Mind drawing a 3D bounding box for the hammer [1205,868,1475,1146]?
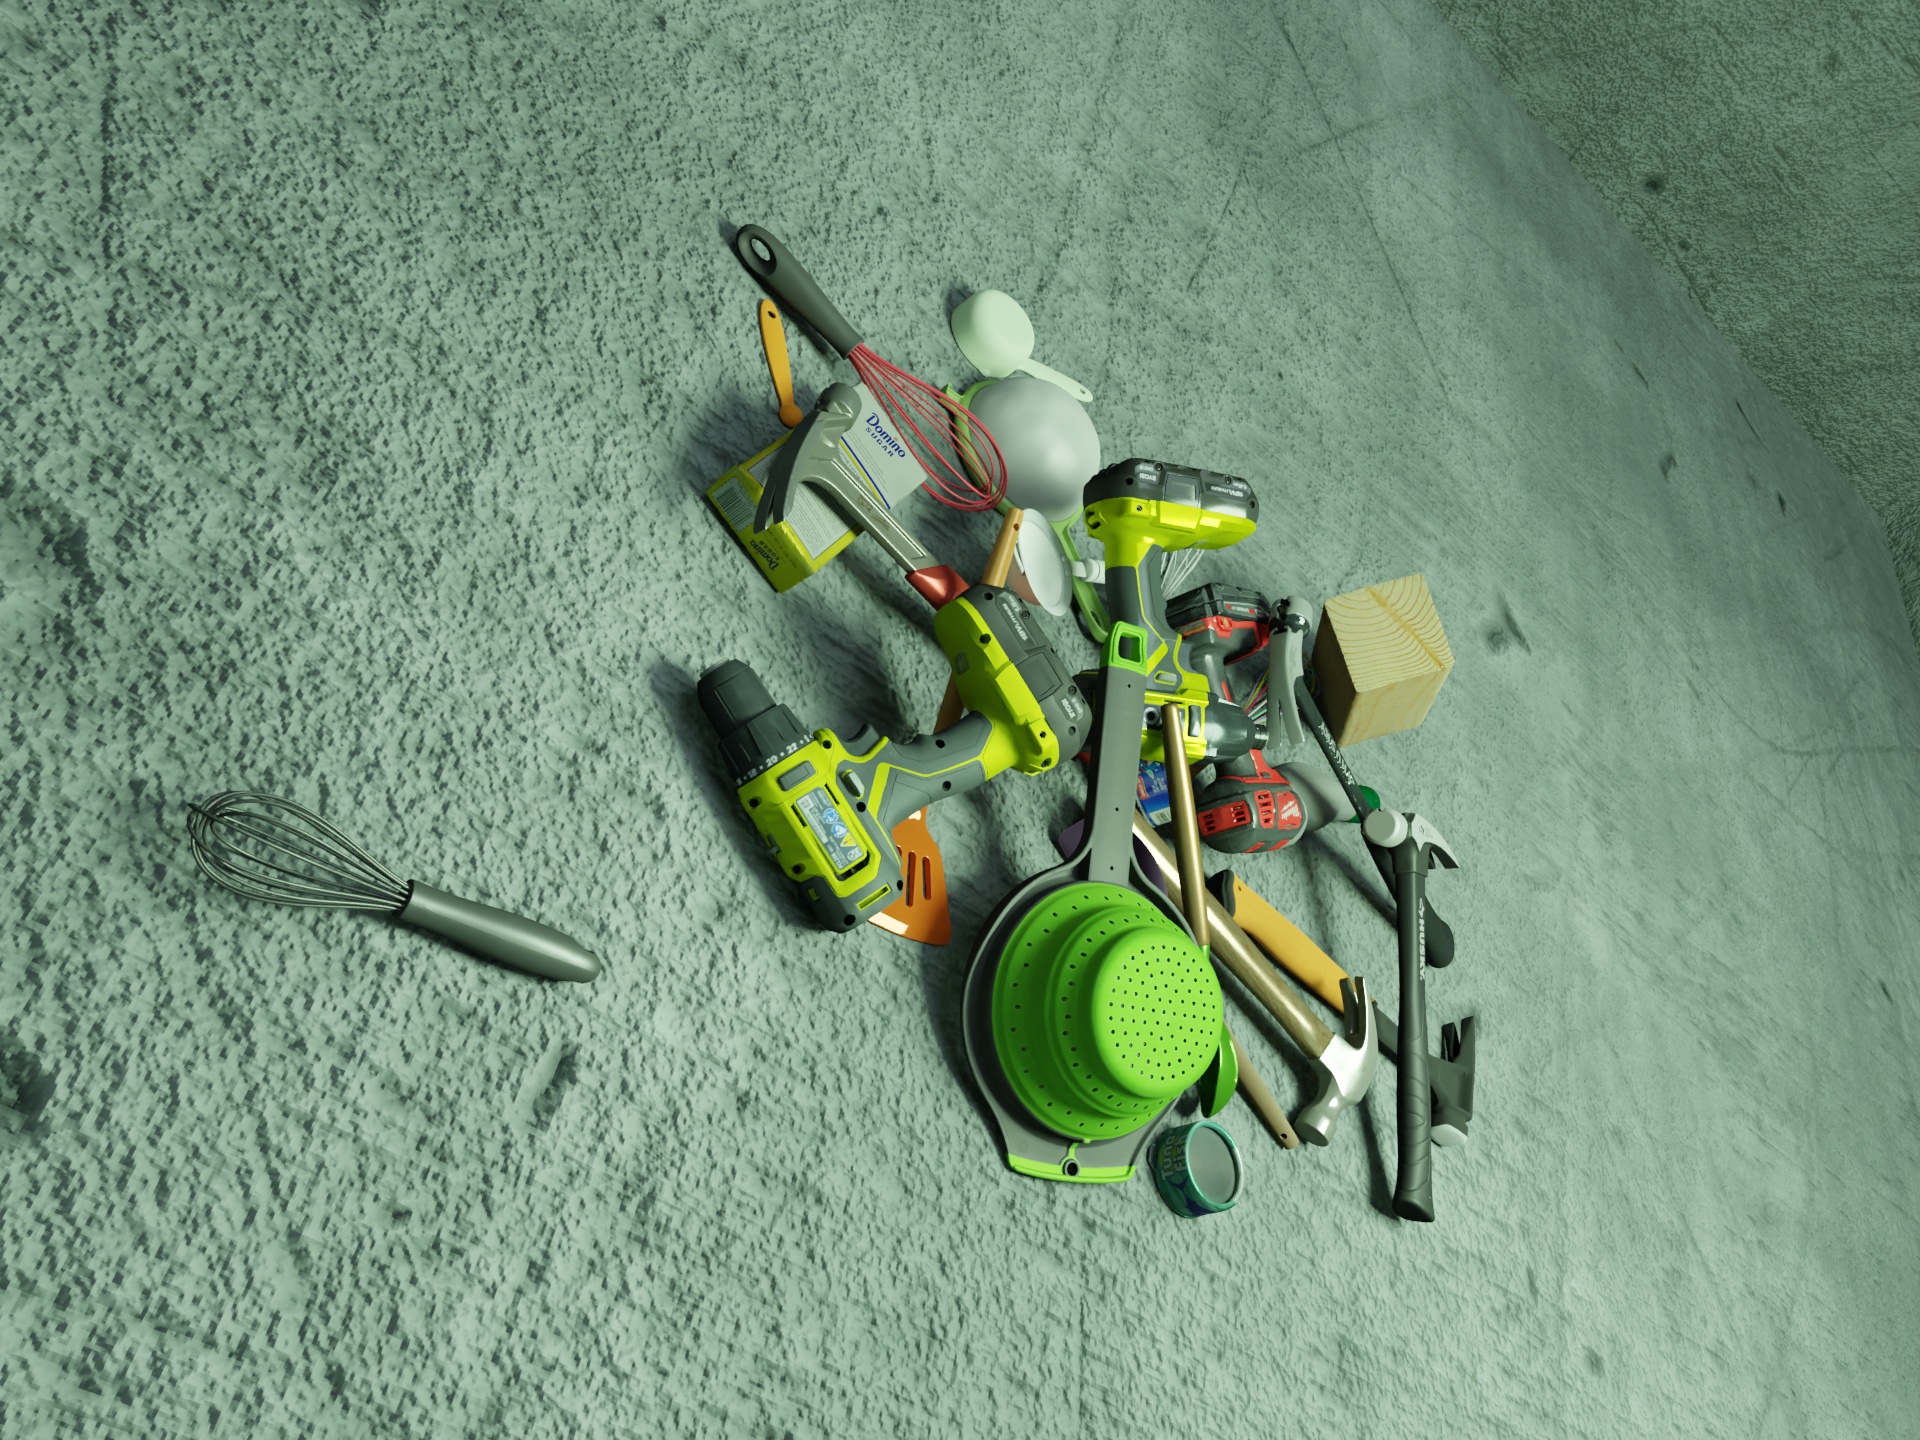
[{"bbox_3d":[0.333,0.230,1.376,0.336,0.034,0.127,40,46,-20],"label":"hammer"}]

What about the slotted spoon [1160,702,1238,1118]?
[{"bbox_3d":[0.176,0.142,1.187,0.070,0.031,0.314,-94,176,-85],"label":"slotted spoon"}]

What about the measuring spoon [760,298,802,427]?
[{"bbox_3d":[-0.138,-0.278,1.230,0.021,0.011,0.117,6,63,-42],"label":"measuring spoon"}]

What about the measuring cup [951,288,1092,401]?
[{"bbox_3d":[0.067,-0.334,1.442,0.167,0.038,0.083,21,54,-32],"label":"measuring cup"}]

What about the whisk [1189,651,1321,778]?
[{"bbox_3d":[0.259,-0.008,1.439,0.245,0.051,0.047,-33,127,-44],"label":"whisk"}]

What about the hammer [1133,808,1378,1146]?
[{"bbox_3d":[0.219,0.180,1.269,0.331,0.031,0.130,48,61,-12],"label":"hammer"}]

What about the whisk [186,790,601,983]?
[{"bbox_3d":[-0.291,0.094,0.840,0.238,0.055,0.055,29,49,-34],"label":"whisk"}]

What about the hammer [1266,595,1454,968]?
[{"bbox_3d":[0.356,0.084,1.394,0.408,0.036,0.149,54,36,-33],"label":"hammer"}]

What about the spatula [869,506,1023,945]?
[{"bbox_3d":[-0.002,-0.004,1.132,0.081,0.041,0.323,25,77,-33],"label":"spatula"}]

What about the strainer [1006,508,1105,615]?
[{"bbox_3d":[0.097,-0.121,1.290,0.258,0.050,0.087,0,76,-53],"label":"strainer"}]

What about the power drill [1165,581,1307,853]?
[{"bbox_3d":[0.231,0.003,1.330,0.143,0.078,0.220,4,69,-53],"label":"power drill"}]

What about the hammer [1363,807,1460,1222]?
[{"bbox_3d":[0.382,0.248,1.338,0.146,0.035,0.335,20,69,-52],"label":"hammer"}]

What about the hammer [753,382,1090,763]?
[{"bbox_3d":[-0.004,-0.081,1.187,0.358,0.037,0.149,45,45,-28],"label":"hammer"}]

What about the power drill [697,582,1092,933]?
[{"bbox_3d":[-0.046,0.005,1.058,0.228,0.080,0.190,-32,91,-21],"label":"power drill"}]

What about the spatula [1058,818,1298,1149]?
[{"bbox_3d":[0.179,0.206,1.236,0.316,0.060,0.018,57,16,-9],"label":"spatula"}]

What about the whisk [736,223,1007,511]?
[{"bbox_3d":[-0.072,-0.279,1.264,0.295,0.073,0.073,46,43,-6],"label":"whisk"}]

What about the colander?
[{"bbox_3d":[0.118,0.117,1.096,0.204,0.094,0.397,14,75,-28],"label":"colander"}]

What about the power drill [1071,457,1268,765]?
[{"bbox_3d":[0.163,-0.078,1.233,0.171,0.080,0.223,7,80,-19],"label":"power drill"}]

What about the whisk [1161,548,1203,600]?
[{"bbox_3d":[0.169,-0.103,1.408,0.059,0.057,0.246,18,50,6],"label":"whisk"}]

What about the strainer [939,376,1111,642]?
[{"bbox_3d":[0.091,-0.194,1.360,0.151,0.069,0.256,-11,73,-47],"label":"strainer"}]
